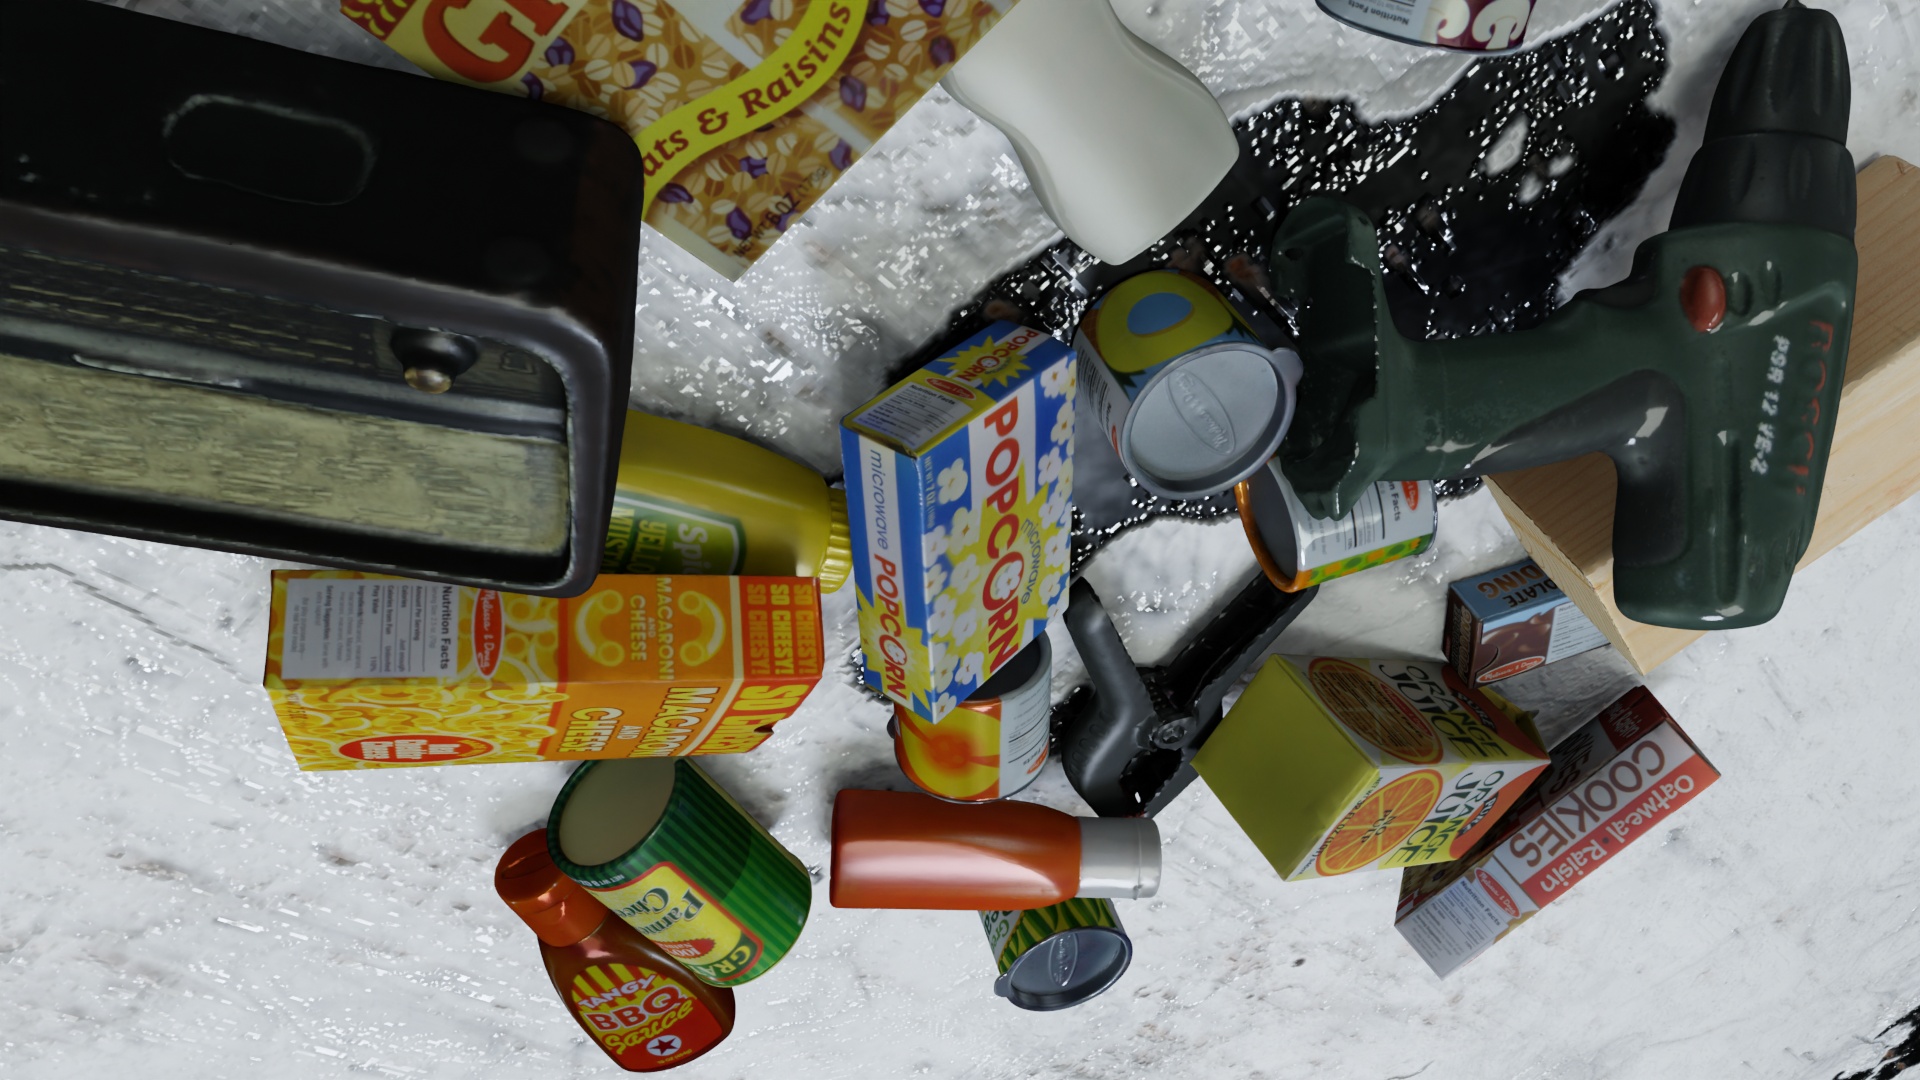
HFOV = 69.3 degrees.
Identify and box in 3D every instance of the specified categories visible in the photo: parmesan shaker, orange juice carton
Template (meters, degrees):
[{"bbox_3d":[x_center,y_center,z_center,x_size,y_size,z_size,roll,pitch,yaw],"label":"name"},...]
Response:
[{"bbox_3d":[-0.119,0.135,0.585,0.071,0.071,0.102,-30,131,5],"label":"parmesan shaker"},{"bbox_3d":[0.209,0.105,0.663,0.193,0.073,0.071,6,125,-41],"label":"orange juice carton"}]

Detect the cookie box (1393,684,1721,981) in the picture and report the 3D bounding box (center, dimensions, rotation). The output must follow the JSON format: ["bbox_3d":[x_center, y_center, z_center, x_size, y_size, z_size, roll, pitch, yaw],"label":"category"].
[{"bbox_3d":[0.305,0.147,0.725,0.167,0.040,0.123,-44,167,16],"label":"cookie box"}]

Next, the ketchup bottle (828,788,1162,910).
[{"bbox_3d":[0.015,0.143,0.633,0.149,0.044,0.064,3,136,-6],"label":"ketchup bottle"}]

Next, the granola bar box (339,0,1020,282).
[{"bbox_3d":[-0.051,-0.159,0.343,0.165,0.039,0.124,-38,131,24],"label":"granola bar box"}]

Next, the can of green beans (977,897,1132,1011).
[{"bbox_3d":[0.045,0.191,0.694,0.071,0.058,0.071,-10,130,-12],"label":"can of green beans"}]

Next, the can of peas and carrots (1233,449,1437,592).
[{"bbox_3d":[0.149,-0.017,0.563,0.059,0.071,0.070,-16,131,-7],"label":"can of peas and carrots"}]

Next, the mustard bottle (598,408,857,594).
[{"bbox_3d":[-0.088,-0.007,0.492,0.160,0.049,0.065,9,129,-26],"label":"mustard bottle"}]

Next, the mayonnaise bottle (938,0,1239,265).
[{"bbox_3d":[0.022,-0.151,0.424,0.064,0.041,0.148,-41,128,15],"label":"mayonnaise bottle"}]

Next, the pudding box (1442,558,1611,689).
[{"bbox_3d":[0.280,0.035,0.675,0.084,0.030,0.049,-17,132,-6],"label":"pudding box"}]

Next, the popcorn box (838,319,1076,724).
[{"bbox_3d":[0.002,-0.006,0.508,0.085,0.038,0.126,-38,141,-36],"label":"popcorn box"}]

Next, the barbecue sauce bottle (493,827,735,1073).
[{"bbox_3d":[-0.157,0.185,0.624,0.065,0.044,0.147,-21,131,1],"label":"barbecue sauce bottle"}]

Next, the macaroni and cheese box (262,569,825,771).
[{"bbox_3d":[-0.143,0.048,0.483,0.167,0.040,0.123,1,160,-20],"label":"macaroni and cheese box"}]

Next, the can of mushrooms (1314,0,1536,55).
[{"bbox_3d":[0.149,-0.178,0.433,0.071,0.071,0.033,-4,127,-17],"label":"can of mushrooms"}]

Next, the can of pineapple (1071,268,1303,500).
[{"bbox_3d":[0.081,-0.058,0.508,0.071,0.058,0.070,-10,130,-12],"label":"can of pineapple"}]

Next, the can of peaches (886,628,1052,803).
[{"bbox_3d":[0.002,0.064,0.573,0.071,0.071,0.057,-10,130,-12],"label":"can of peaches"}]
